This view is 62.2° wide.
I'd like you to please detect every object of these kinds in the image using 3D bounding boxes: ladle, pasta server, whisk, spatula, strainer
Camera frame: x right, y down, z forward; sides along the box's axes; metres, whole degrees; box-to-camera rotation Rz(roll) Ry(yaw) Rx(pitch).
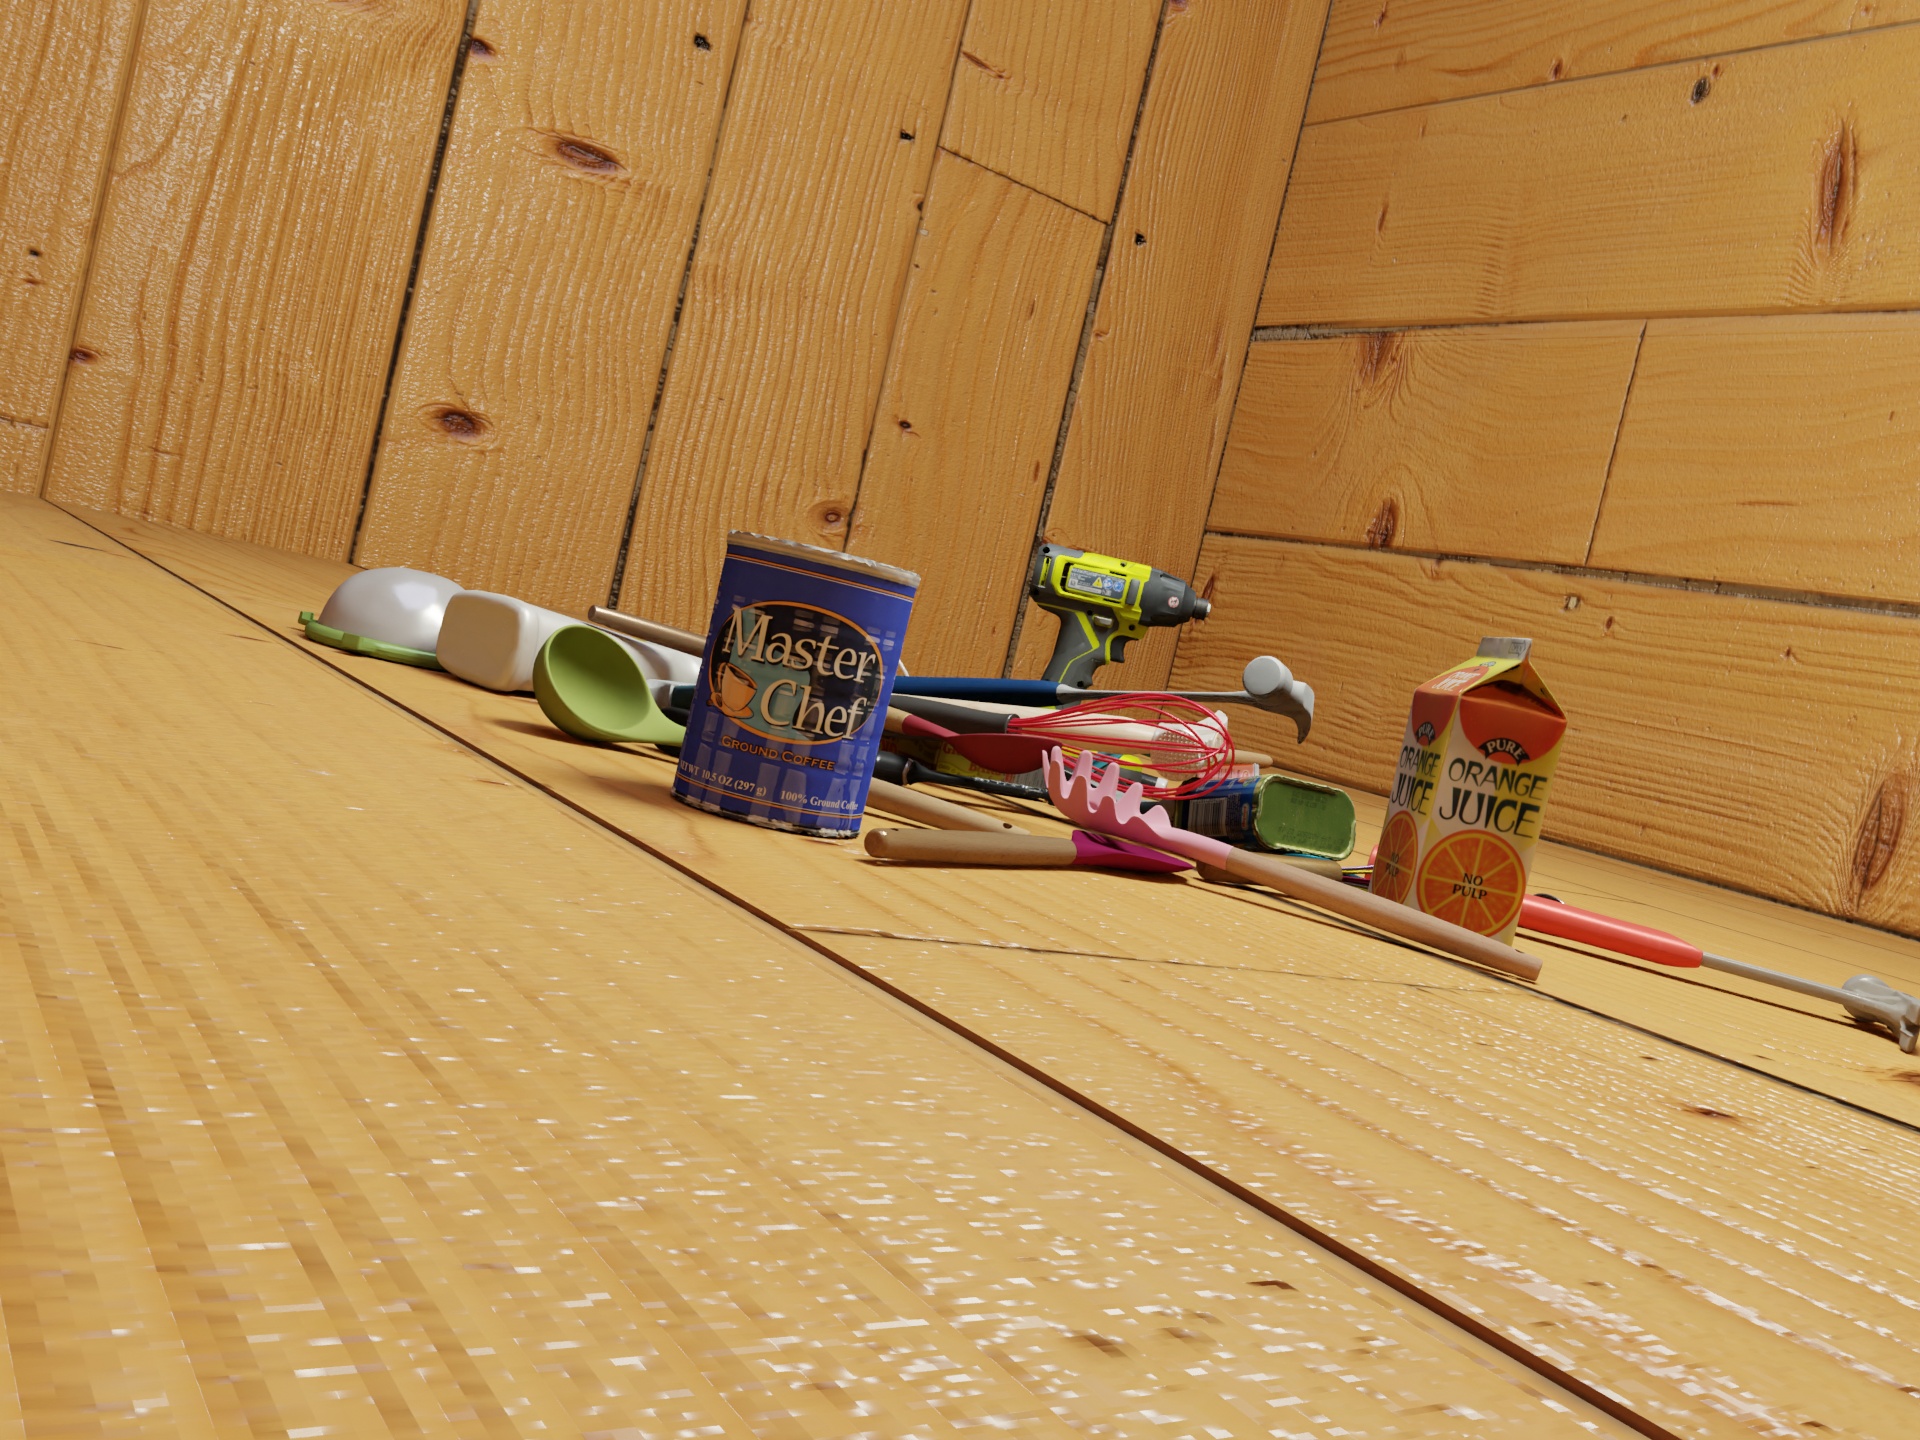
[{"bbox_3d":[-0.054,-0.004,1.123,0.316,0.031,0.069,15,0,44],"label":"ladle"},{"bbox_3d":[0.188,0.085,0.948,0.316,0.040,0.060,20,14,23],"label":"pasta server"},{"bbox_3d":[0.263,0.109,1.053,0.244,0.051,0.047,8,-16,-22],"label":"whisk"},{"bbox_3d":[0.194,0.040,1.420,0.082,0.044,0.317,-33,-24,36],"label":"spatula"},{"bbox_3d":[-0.109,0.015,0.950,0.320,0.062,0.078,17,30,11],"label":"ladle"},{"bbox_3d":[-0.161,-0.044,1.293,0.315,0.018,0.060,17,-3,-39],"label":"spatula"},{"bbox_3d":[0.053,0.008,1.100,0.296,0.073,0.073,6,-2,33],"label":"whisk"},{"bbox_3d":[-0.387,-0.076,1.278,0.256,0.069,0.152,9,4,-36],"label":"strainer"}]

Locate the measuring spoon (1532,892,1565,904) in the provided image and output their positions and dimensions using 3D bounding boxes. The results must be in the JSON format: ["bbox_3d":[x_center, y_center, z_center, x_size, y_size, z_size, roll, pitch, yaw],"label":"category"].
[{"bbox_3d":[0.400,0.143,1.203,0.124,0.018,0.034,8,41,-3],"label":"measuring spoon"}]

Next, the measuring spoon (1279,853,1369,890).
[{"bbox_3d":[0.269,0.119,1.107,0.128,0.021,0.042,22,-18,-34],"label":"measuring spoon"}]

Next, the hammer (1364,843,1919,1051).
[{"bbox_3d":[0.459,0.151,1.101,0.359,0.037,0.149,15,3,22],"label":"hammer"}]

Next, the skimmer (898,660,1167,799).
[{"bbox_3d":[0.053,-0.002,1.697,0.363,0.090,0.127,16,-28,14],"label":"skimmer"}]

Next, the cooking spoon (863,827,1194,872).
[{"bbox_3d":[0.045,0.073,0.883,0.069,0.017,0.318,18,5,33],"label":"cooking spoon"}]

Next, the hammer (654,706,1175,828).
[{"bbox_3d":[-0.025,0.036,1.121,0.408,0.036,0.149,11,2,-34],"label":"hammer"}]

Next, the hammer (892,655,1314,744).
[{"bbox_3d":[0.099,-0.019,1.336,0.405,0.035,0.144,2,-14,31],"label":"hammer"}]

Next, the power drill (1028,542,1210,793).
[{"bbox_3d":[0.134,-0.043,1.520,0.171,0.223,0.080,13,3,2],"label":"power drill"}]

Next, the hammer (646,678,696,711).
[{"bbox_3d":[-0.143,-0.017,1.067,0.128,0.033,0.331,7,-4,-29],"label":"hammer"}]

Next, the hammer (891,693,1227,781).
[{"bbox_3d":[-0.002,-0.004,1.225,0.411,0.038,0.146,6,8,19],"label":"hammer"}]
